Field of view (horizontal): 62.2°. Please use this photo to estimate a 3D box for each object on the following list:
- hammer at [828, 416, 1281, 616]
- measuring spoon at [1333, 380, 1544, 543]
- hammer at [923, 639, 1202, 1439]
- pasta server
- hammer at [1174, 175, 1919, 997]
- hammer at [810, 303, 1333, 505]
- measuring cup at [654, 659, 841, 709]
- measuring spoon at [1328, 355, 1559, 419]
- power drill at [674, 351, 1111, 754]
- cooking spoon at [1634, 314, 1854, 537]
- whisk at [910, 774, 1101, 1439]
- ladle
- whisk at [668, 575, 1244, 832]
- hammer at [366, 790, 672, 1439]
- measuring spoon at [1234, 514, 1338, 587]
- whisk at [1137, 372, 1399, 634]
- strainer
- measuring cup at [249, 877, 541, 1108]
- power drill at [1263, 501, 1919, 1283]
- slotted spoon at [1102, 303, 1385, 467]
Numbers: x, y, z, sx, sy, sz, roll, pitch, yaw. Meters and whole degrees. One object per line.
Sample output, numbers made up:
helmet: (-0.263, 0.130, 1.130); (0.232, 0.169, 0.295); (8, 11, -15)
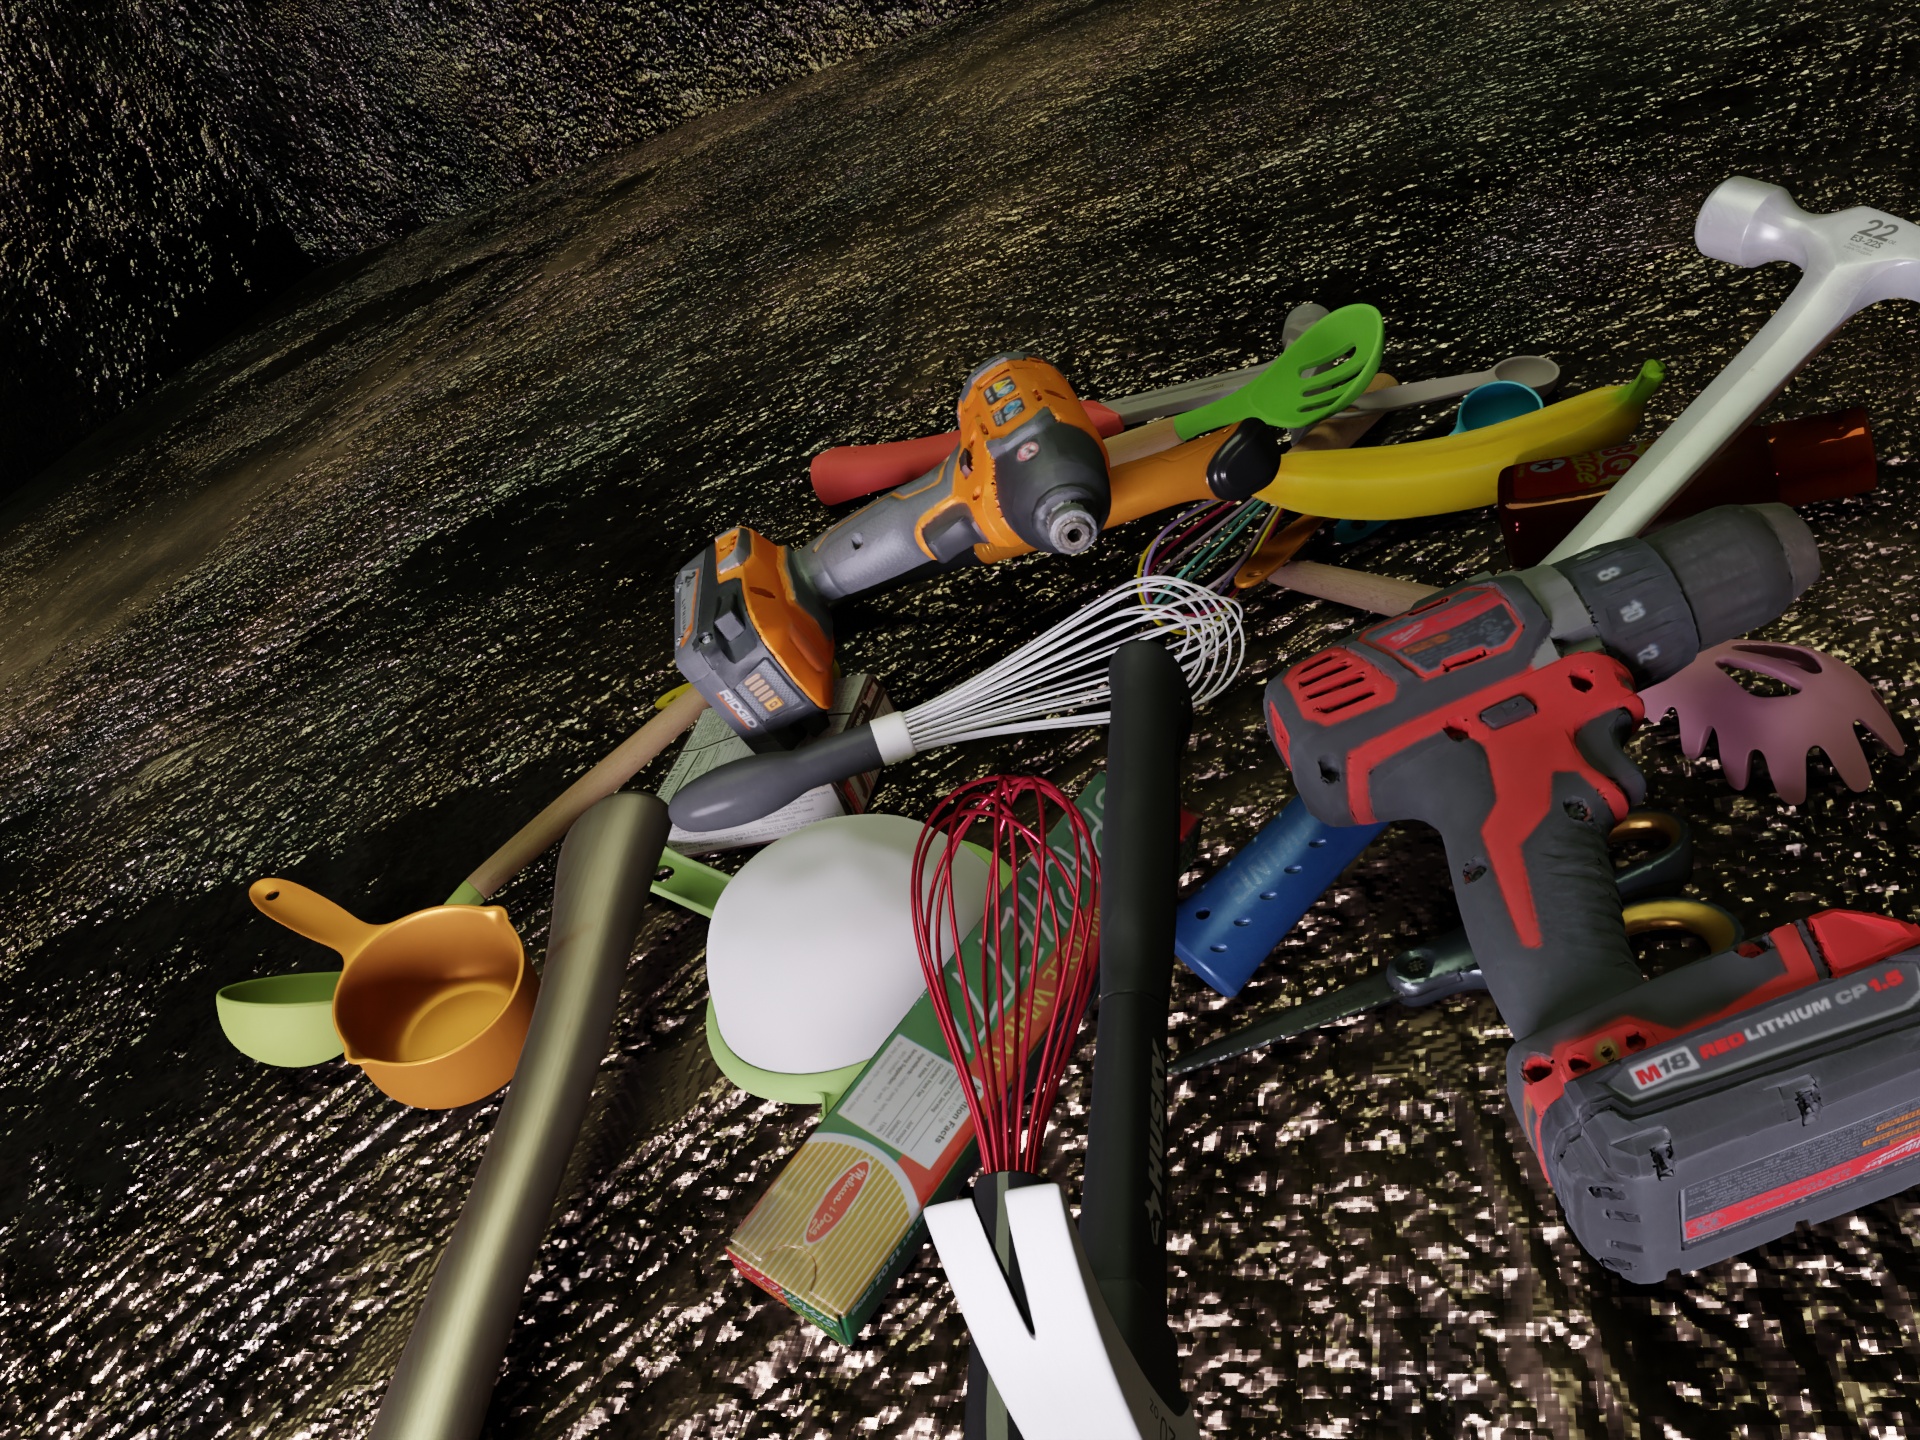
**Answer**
hammer: (0.028, -0.104, 0.864); (0.337, 0.034, 0.127); (-13, 31, 43)
measuring spoon: (0.246, -0.127, 0.822); (0.128, 0.021, 0.042); (-37, 55, -2)
hammer: (0.054, 0.080, 0.508); (0.035, 0.146, 0.335); (-17, 34, 21)
pasta server: (0.238, -0.034, 0.677); (0.060, 0.040, 0.316); (-36, 28, -16)
hammer: (0.231, -0.050, 0.607); (0.405, 0.035, 0.144); (-45, 47, -6)
hammer: (0.059, -0.184, 1.024); (0.359, 0.036, 0.149); (-8, 35, 27)
measuring cup: (-0.127, -0.013, 0.925); (0.156, 0.029, 0.062); (-10, 34, 46)
measuring spoon: (0.259, -0.173, 0.858); (0.124, 0.018, 0.034); (-10, 39, 7)
power drill: (-0.029, -0.080, 0.779); (0.226, 0.084, 0.164); (-33, 31, 10)
cooking spoon: (0.274, -0.086, 0.647); (0.319, 0.017, 0.069); (-44, 29, -5)
whisk: (0.017, 0.133, 0.517); (0.073, 0.073, 0.296); (-15, 47, 18)
ladle: (-0.243, 0.062, 0.838); (0.320, 0.062, 0.078); (-43, 21, -21)
whisk: (-0.001, -0.003, 0.743); (0.284, 0.070, 0.070); (-19, 31, -2)
hammer: (-0.161, 0.177, 0.603); (0.146, 0.038, 0.411); (-13, 39, 18)
measuring spoon: (0.167, -0.088, 0.800); (0.021, 0.011, 0.117); (1, 28, 38)
whisk: (0.169, -0.119, 0.847); (0.047, 0.051, 0.245); (36, 56, 18)
strainer: (-0.087, 0.074, 0.710); (0.256, 0.069, 0.151); (14, 49, 46)
measuring cup: (-0.271, 0.122, 0.751); (0.174, 0.052, 0.095); (20, 52, 29)
power drill: (0.215, 0.031, 0.487); (0.188, 0.080, 0.227); (-24, 45, 5)
slotted spoon: (0.107, -0.163, 0.923); (0.314, 0.031, 0.070); (-15, 53, 38)
